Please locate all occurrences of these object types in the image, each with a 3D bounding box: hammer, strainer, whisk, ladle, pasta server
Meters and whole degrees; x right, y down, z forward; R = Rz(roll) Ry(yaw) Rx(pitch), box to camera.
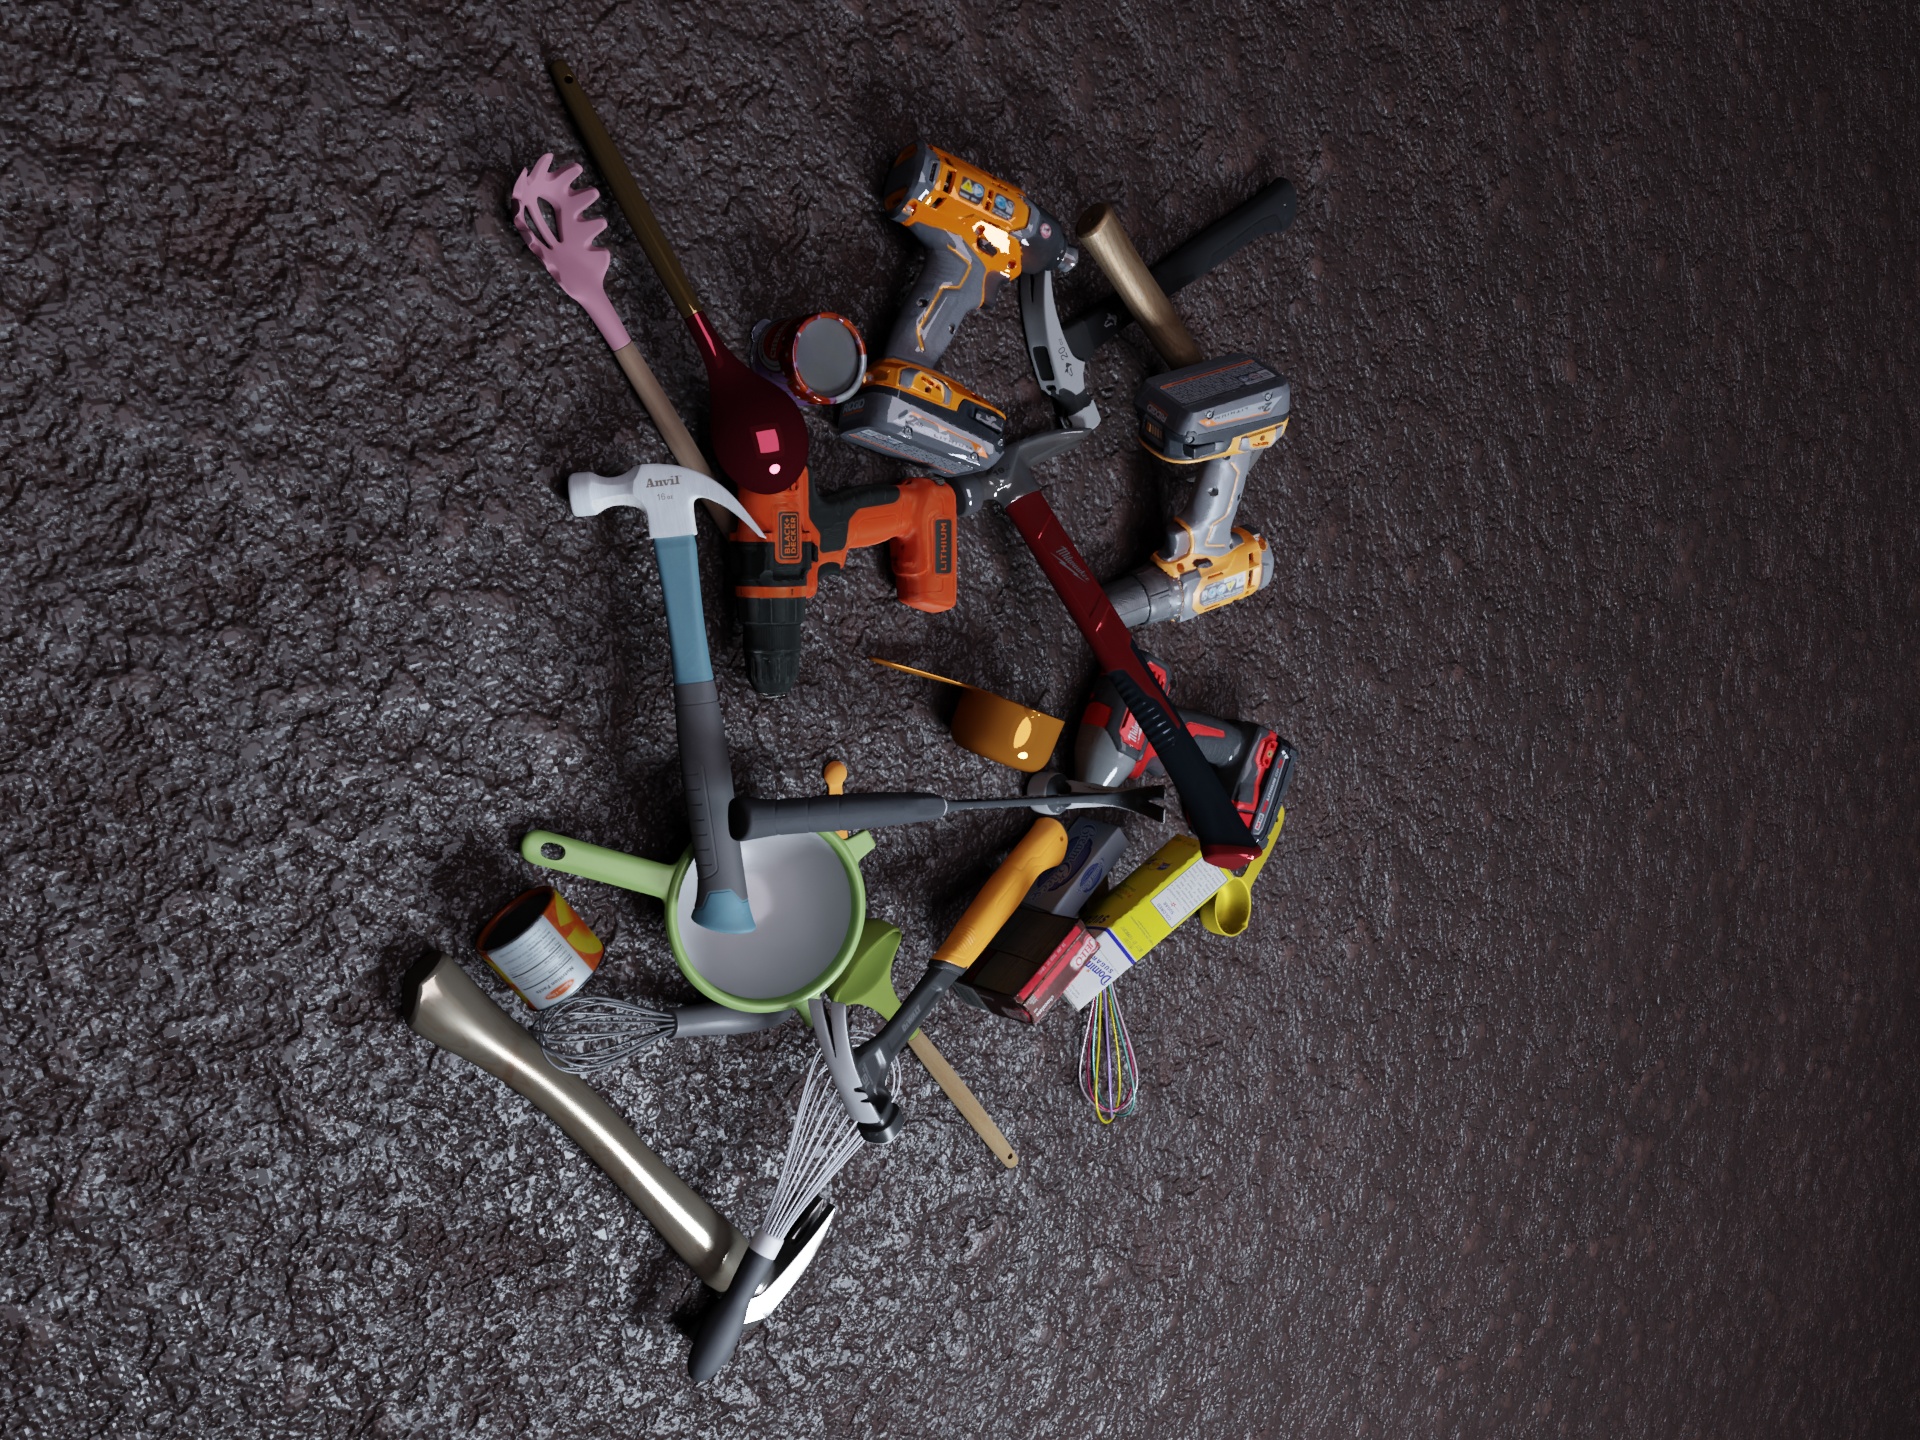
[{"bbox_3d":[-0.002,0.174,1.262,0.337,0.034,0.127,-47,126,-45],"label":"hammer"},{"bbox_3d":[-0.198,0.122,1.164,0.256,0.069,0.151,18,83,-20],"label":"strainer"},{"bbox_3d":[0.181,-0.392,1.382,0.335,0.035,0.146,-39,119,-26],"label":"hammer"},{"bbox_3d":[-0.209,0.219,1.153,0.238,0.055,0.055,5,94,-51],"label":"whisk"},{"bbox_3d":[0.183,-0.315,1.354,0.331,0.031,0.130,41,75,-48],"label":"hammer"},{"bbox_3d":[-0.021,0.280,1.319,0.078,0.062,0.319,-46,124,-20],"label":"ladle"},{"bbox_3d":[0.129,0.247,1.437,0.047,0.051,0.245,-9,100,-30],"label":"whisk"},{"bbox_3d":[-0.007,0.066,1.196,0.408,0.149,0.036,-1,92,-47],"label":"hammer"},{"bbox_3d":[-0.185,-0.013,1.104,0.128,0.033,0.331,-7,96,-4],"label":"hammer"},{"bbox_3d":[0.139,-0.058,1.278,0.143,0.038,0.386,-27,81,-28],"label":"hammer"},{"bbox_3d":[-0.192,-0.298,1.076,0.069,0.031,0.315,-32,101,-18],"label":"ladle"},{"bbox_3d":[-0.133,0.366,1.207,0.070,0.070,0.285,36,77,-35],"label":"whisk"},{"bbox_3d":[-0.247,0.303,1.161,0.146,0.038,0.410,-49,122,-23],"label":"hammer"},{"bbox_3d":[-0.216,-0.236,1.101,0.060,0.040,0.316,-46,123,-29],"label":"pasta server"}]

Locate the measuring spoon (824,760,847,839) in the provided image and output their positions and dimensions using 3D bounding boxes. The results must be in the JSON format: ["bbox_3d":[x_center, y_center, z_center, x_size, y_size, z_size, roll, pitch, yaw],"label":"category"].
[{"bbox_3d":[-0.096,0.090,1.258,0.021,0.011,0.117,-8,102,-36],"label":"measuring spoon"}]

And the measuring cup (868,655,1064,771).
[{"bbox_3d":[-0.002,-0.004,1.285,0.173,0.095,0.052,18,93,-19],"label":"measuring cup"}]

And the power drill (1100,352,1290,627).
[{"bbox_3d":[0.189,-0.181,1.358,0.185,0.084,0.226,-20,133,-22],"label":"power drill"}]

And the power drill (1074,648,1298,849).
[{"bbox_3d":[0.194,0.037,1.434,0.219,0.079,0.143,27,81,-34],"label":"power drill"}]

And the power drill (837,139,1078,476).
[{"bbox_3d":[0.004,-0.308,1.222,0.164,0.084,0.226,16,84,-29],"label":"power drill"}]

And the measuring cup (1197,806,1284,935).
[{"bbox_3d":[0.274,0.142,1.547,0.062,0.029,0.157,55,53,-30],"label":"measuring cup"}]
